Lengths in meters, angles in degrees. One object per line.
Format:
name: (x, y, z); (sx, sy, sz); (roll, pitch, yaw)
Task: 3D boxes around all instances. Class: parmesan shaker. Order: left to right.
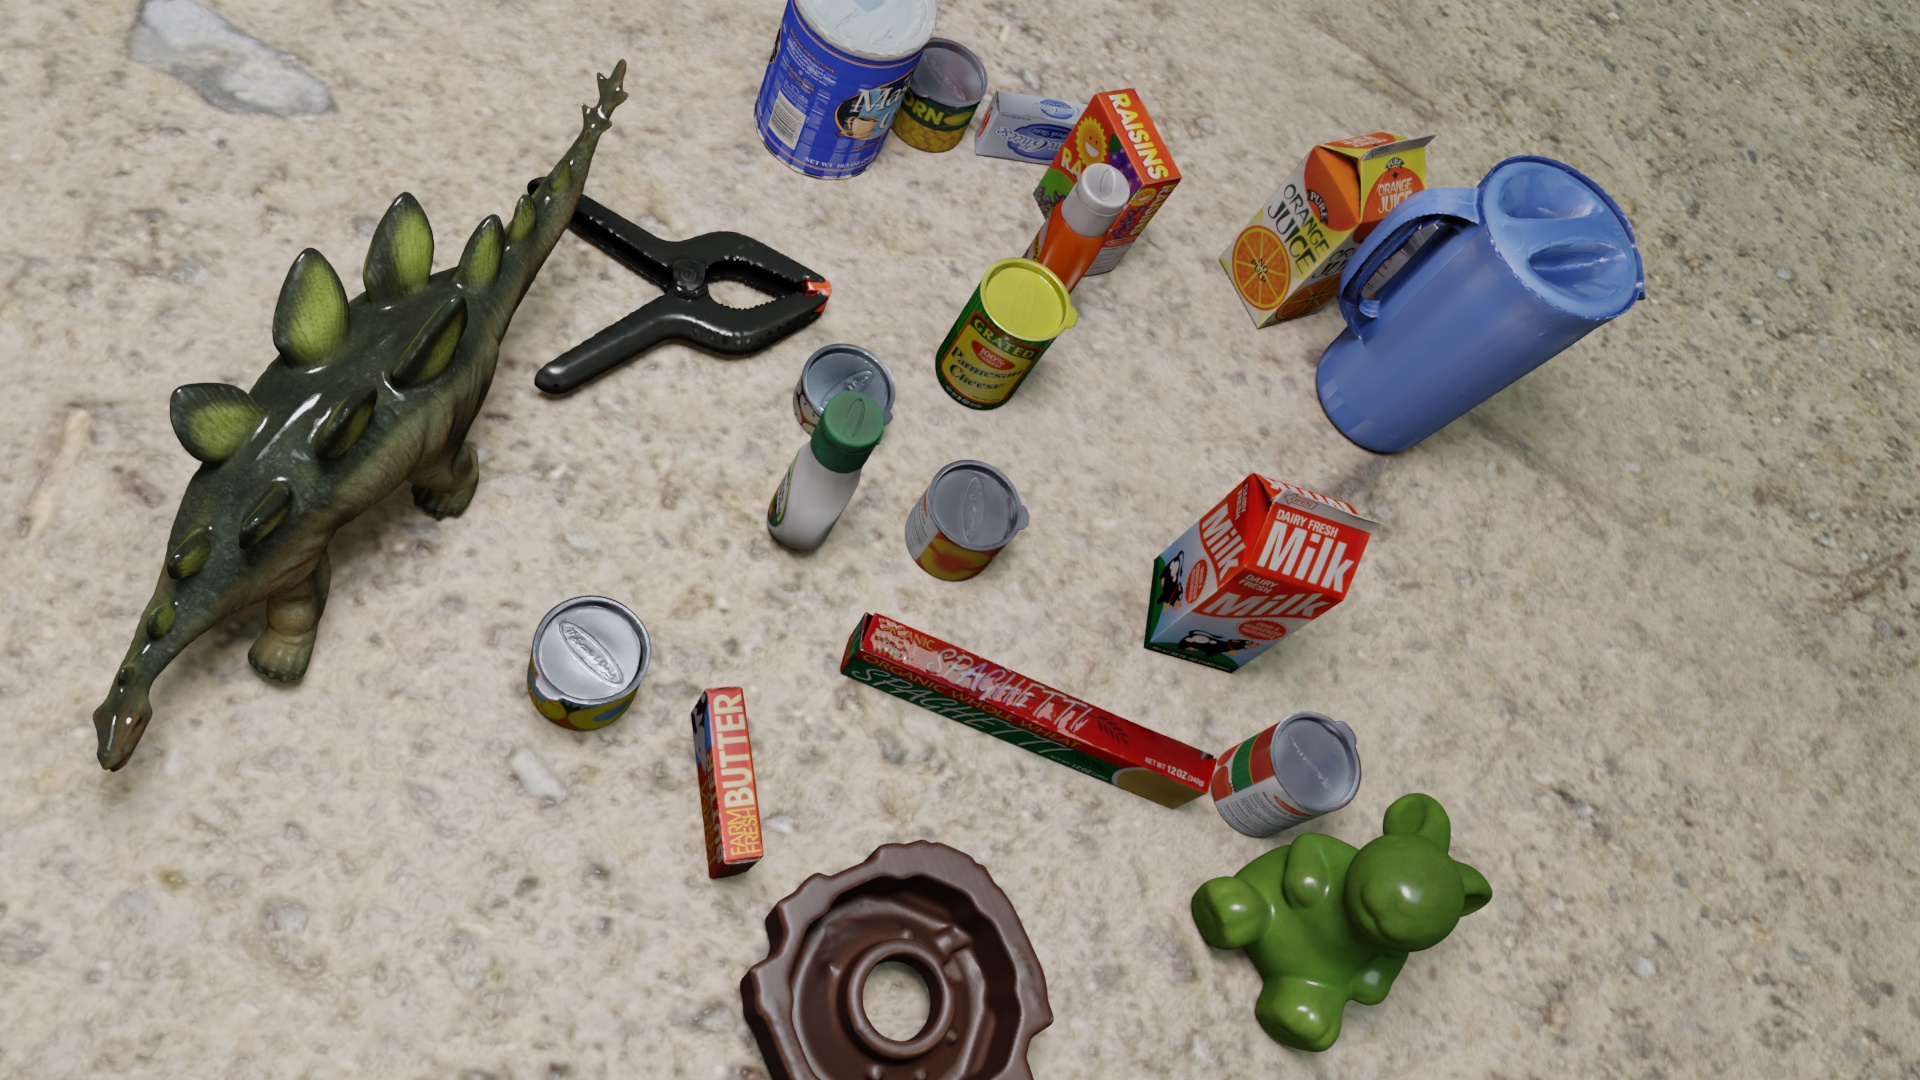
parmesan shaker: (0.030, -0.142, 0.981); (0.071, 0.102, 0.071); (8, 64, -17)

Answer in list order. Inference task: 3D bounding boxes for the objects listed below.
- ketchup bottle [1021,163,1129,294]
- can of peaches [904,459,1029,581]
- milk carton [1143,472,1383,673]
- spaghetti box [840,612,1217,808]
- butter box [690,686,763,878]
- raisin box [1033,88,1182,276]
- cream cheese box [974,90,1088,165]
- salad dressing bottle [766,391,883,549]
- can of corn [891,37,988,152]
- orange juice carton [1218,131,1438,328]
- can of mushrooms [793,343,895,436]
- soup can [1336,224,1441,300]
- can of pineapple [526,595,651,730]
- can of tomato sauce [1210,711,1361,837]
ketchup bottle: (0.076, -0.213, 1.005); (0.043, 0.148, 0.065); (19, 61, -12)
can of peaches: (0.003, -0.012, 0.936); (0.071, 0.057, 0.071); (8, 64, -17)
milk carton: (0.196, 0.017, 0.919); (0.072, 0.189, 0.074); (18, 62, -13)
spaghetti box: (0.043, 0.112, 0.898); (0.250, 0.050, 0.029); (23, 61, -9)
butter box: (-0.137, 0.142, 0.814); (0.024, 0.053, 0.104); (-2, 67, -22)
raisin box: (0.110, -0.271, 1.060); (0.040, 0.123, 0.086); (-16, 73, -26)
cream cheese box: (0.067, -0.327, 1.110); (0.104, 0.053, 0.024); (3, 66, -20)
salad dressing bottle: (-0.084, -0.043, 0.866); (0.044, 0.147, 0.064); (21, 61, -11)
can of corn: (-0.021, -0.345, 1.083); (0.071, 0.058, 0.071); (8, 64, -17)
orange juice carton: (0.288, -0.250, 1.077); (0.072, 0.191, 0.073); (-18, 74, -27)
can of mushrooms: (-0.079, -0.098, 0.959); (0.071, 0.033, 0.071); (8, 64, -17)
soup can: (0.361, -0.235, 1.162); (0.071, 0.083, 0.071); (8, 64, -17)
can of pineapple: (-0.220, 0.073, 0.812); (0.071, 0.057, 0.071); (8, 64, -17)
can of tomato sauce: (0.216, 0.155, 0.924); (0.071, 0.082, 0.071); (8, 64, -17)
